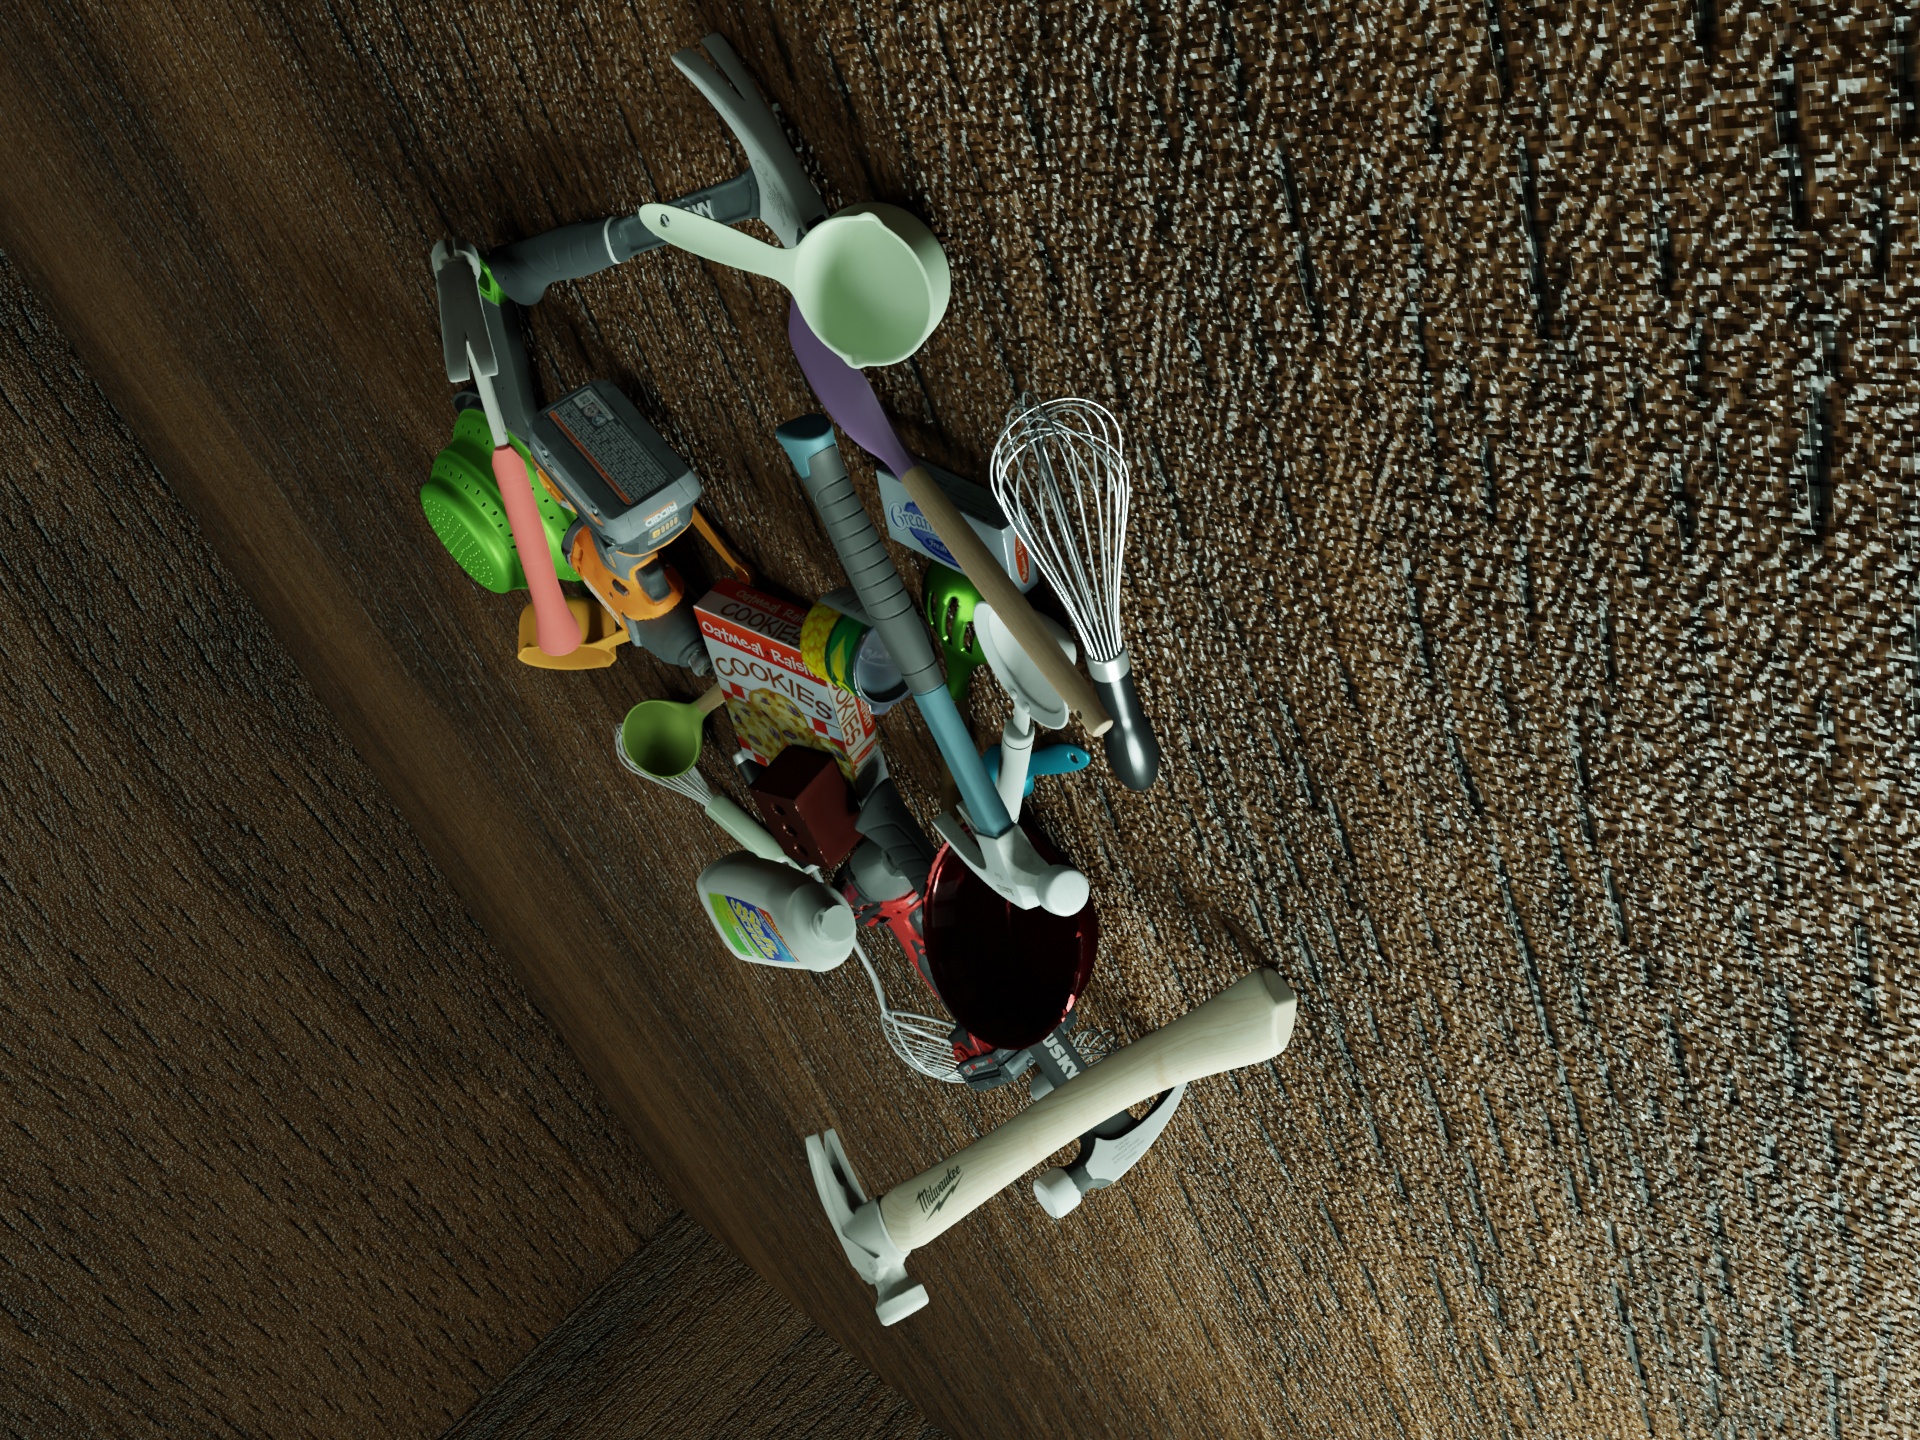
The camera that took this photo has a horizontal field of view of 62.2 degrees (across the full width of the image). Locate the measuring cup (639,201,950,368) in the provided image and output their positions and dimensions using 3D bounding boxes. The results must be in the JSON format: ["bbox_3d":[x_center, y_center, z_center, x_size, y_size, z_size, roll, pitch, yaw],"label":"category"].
[{"bbox_3d":[-0.082,-0.236,0.800,0.167,0.038,0.083,23,132,14],"label":"measuring cup"}]

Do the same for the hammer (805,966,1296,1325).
[{"bbox_3d":[0.053,0.268,1.082,0.410,0.038,0.146,-39,70,30],"label":"hammer"}]

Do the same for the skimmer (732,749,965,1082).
[{"bbox_3d":[-0.077,0.169,1.415,0.363,0.090,0.127,59,159,3],"label":"skimmer"}]

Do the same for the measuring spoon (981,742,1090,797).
[{"bbox_3d":[0.046,0.033,1.035,0.042,0.021,0.128,53,156,-9],"label":"measuring spoon"}]

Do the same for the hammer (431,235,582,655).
[{"bbox_3d":[-0.332,-0.170,1.189,0.358,0.036,0.149,90,163,-51],"label":"hammer"}]

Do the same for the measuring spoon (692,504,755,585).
[{"bbox_3d":[-0.189,-0.148,1.182,0.117,0.011,0.021,51,157,4],"label":"measuring spoon"}]

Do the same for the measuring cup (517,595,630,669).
[{"bbox_3d":[-0.327,-0.090,1.429,0.173,0.095,0.052,-15,73,38],"label":"measuring cup"}]

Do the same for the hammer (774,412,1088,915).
[{"bbox_3d":[-0.025,-0.033,0.968,0.331,0.033,0.128,64,160,-13],"label":"hammer"}]

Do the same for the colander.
[{"bbox_3d":[-0.383,-0.216,1.286,0.205,0.094,0.396,41,155,16],"label":"colander"}]

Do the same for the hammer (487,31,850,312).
[{"bbox_3d":[-0.204,-0.299,0.965,0.409,0.036,0.149,11,134,53],"label":"hammer"}]

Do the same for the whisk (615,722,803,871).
[{"bbox_3d":[-0.245,0.076,1.545,0.246,0.058,0.059,39,-173,15],"label":"whisk"}]

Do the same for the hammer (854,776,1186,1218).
[{"bbox_3d":[0.031,0.183,1.173,0.335,0.146,0.035,54,157,12],"label":"hammer"}]

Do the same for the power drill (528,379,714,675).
[{"bbox_3d":[-0.241,-0.131,1.191,0.164,0.084,0.226,48,160,15],"label":"power drill"}]

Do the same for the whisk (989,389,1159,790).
[{"bbox_3d":[0.072,-0.054,0.839,0.070,0.070,0.284,28,152,37],"label":"whisk"}]

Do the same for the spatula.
[{"bbox_3d":[-0.013,-0.114,0.866,0.316,0.018,0.059,54,155,22],"label":"spatula"}]

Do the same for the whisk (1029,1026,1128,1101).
[{"bbox_3d":[0.093,0.290,1.295,0.055,0.055,0.239,46,159,7],"label":"whisk"}]

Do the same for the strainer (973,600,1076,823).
[{"bbox_3d":[0.037,0.001,0.969,0.087,0.050,0.258,48,155,24],"label":"strainer"}]

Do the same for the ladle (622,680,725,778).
[{"bbox_3d":[-0.221,-0.013,1.367,0.078,0.062,0.320,53,152,-5],"label":"ladle"}]

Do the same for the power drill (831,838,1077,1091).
[{"bbox_3d":[-0.013,0.187,1.287,0.220,0.078,0.143,50,154,4],"label":"power drill"}]

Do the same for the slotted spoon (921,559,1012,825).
[{"bbox_3d":[-0.002,-0.003,1.059,0.070,0.031,0.313,37,154,19],"label":"slotted spoon"}]
